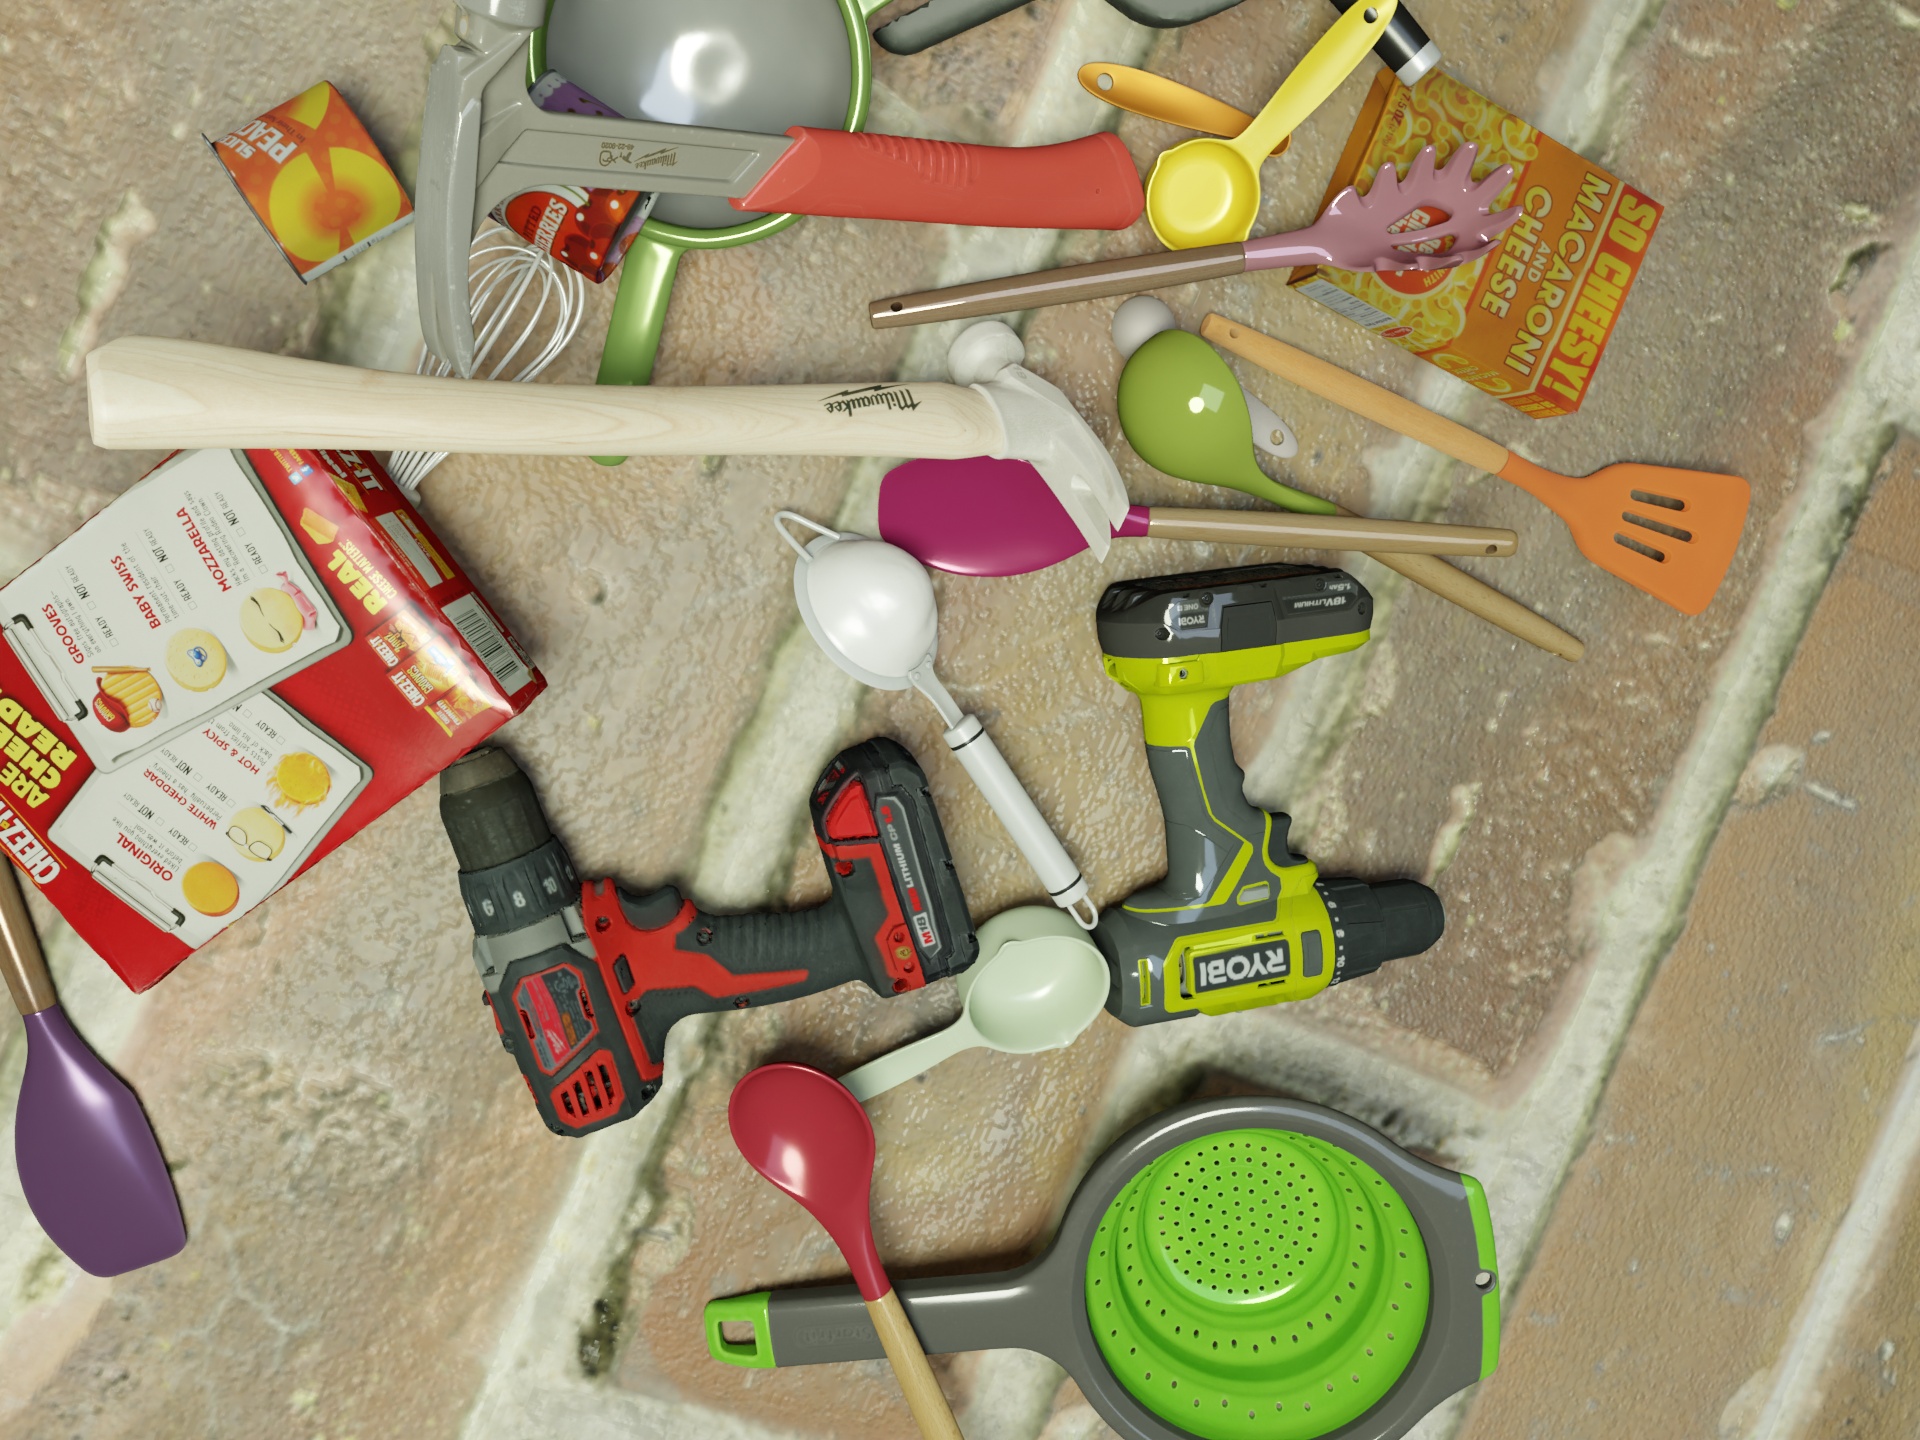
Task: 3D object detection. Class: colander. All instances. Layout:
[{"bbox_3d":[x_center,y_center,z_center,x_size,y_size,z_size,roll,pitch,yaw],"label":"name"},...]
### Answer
[{"bbox_3d":[0.069,0.287,0.832,0.397,0.094,0.204,-6,97,4],"label":"colander"}]

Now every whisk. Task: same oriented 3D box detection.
[{"bbox_3d":[-0.248,-0.112,0.708,0.059,0.058,0.246,31,98,-34],"label":"whisk"}]

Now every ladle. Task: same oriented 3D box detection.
[{"bbox_3d":[0.216,-0.108,0.835,0.320,0.078,0.062,23,80,-23],"label":"ladle"},{"bbox_3d":[-0.029,0.303,0.779,0.069,0.031,0.315,-21,98,17],"label":"ladle"}]

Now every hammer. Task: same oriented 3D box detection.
[{"bbox_3d":[-0.054,-0.223,0.678,0.359,0.037,0.149,-12,128,-42],"label":"hammer"},{"bbox_3d":[-0.123,-0.118,0.652,0.410,0.146,0.038,-5,137,-30],"label":"hammer"}]

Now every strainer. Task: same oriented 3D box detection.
[{"bbox_3d":[-0.001,-0.002,0.776,0.258,0.050,0.087,56,41,-11],"label":"strainer"},{"bbox_3d":[-0.130,-0.244,0.731,0.151,0.069,0.256,16,110,-7],"label":"strainer"}]

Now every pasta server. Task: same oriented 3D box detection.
[{"bbox_3d":[0.111,-0.225,0.774,0.316,0.040,0.060,-10,80,-2],"label":"pasta server"}]

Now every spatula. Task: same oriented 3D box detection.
[{"bbox_3d":[-0.423,0.106,0.710,0.060,0.018,0.316,-16,101,-11],"label":"spatula"},{"bbox_3d":[0.274,-0.149,0.850,0.322,0.041,0.081,20,92,-15],"label":"spatula"}]

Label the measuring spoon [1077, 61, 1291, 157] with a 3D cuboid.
[{"bbox_3d":[0.113,-0.310,0.808,0.117,0.011,0.021,13,94,-12],"label":"measuring spoon"}]

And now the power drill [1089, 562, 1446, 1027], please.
[{"bbox_3d":[0.159,0.037,0.824,0.190,0.080,0.228,-8,101,-13],"label":"power drill"}]

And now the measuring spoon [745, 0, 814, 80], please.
[{"bbox_3d":[-0.101,-0.345,0.747,0.128,0.021,0.042,36,88,-6],"label":"measuring spoon"}]

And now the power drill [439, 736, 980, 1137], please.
[{"bbox_3d":[-0.123,0.076,0.757,0.226,0.080,0.188,-19,100,-9],"label":"power drill"}]

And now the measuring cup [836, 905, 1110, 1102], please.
[{"bbox_3d":[-0.005,0.150,0.814,0.167,0.038,0.083,-28,124,4],"label":"measuring cup"}]

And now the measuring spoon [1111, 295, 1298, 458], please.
[{"bbox_3d":[0.131,-0.175,0.821,0.124,0.018,0.034,35,87,-16],"label":"measuring spoon"}]

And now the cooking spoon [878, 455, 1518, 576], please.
[{"bbox_3d":[0.118,-0.097,0.791,0.319,0.017,0.068,3,124,-2],"label":"cooking spoon"}]

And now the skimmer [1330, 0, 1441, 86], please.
[{"bbox_3d":[0.100,-0.439,0.732,0.127,0.090,0.363,-41,99,20],"label":"skimmer"}]

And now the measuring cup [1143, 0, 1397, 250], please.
[{"bbox_3d":[0.153,-0.297,0.786,0.062,0.029,0.156,40,104,-19],"label":"measuring cup"}]
